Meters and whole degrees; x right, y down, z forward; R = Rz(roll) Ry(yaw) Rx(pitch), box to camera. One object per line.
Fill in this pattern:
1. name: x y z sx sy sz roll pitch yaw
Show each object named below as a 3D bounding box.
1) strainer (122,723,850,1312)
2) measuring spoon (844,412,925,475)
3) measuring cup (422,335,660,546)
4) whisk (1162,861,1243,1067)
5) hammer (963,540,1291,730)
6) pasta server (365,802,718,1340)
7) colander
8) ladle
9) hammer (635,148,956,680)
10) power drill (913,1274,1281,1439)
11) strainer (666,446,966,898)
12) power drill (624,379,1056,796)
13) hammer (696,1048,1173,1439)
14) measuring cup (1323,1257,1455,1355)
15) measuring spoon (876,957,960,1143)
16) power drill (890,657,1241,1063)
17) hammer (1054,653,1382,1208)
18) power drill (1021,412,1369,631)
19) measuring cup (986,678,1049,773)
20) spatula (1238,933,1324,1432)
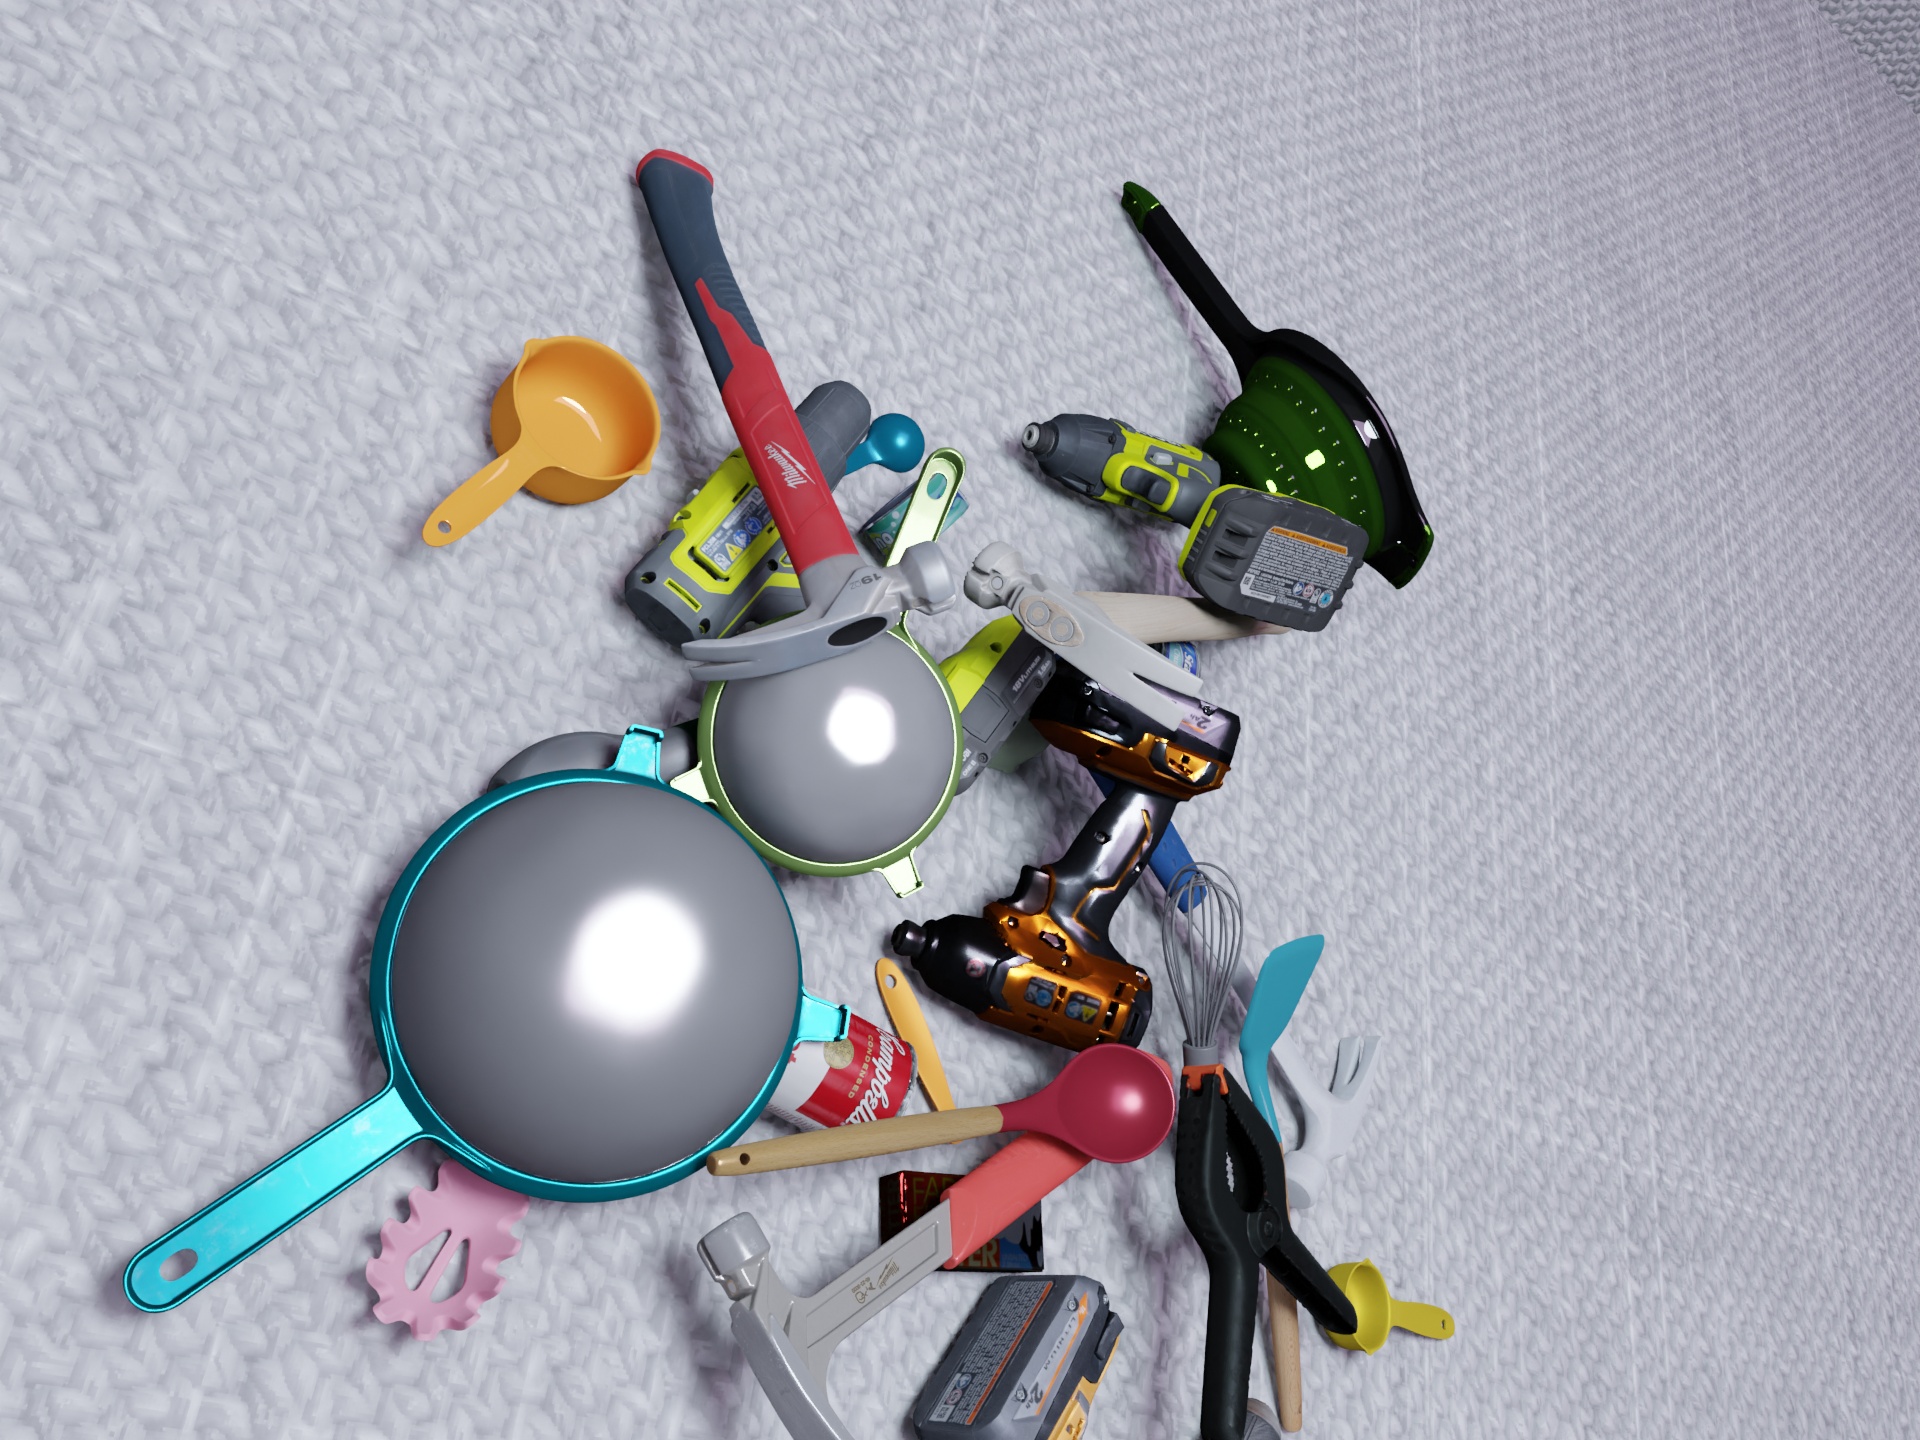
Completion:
1. strainer: -0.205 0.144 0.709 0.340 0.095 0.211 -34 90 -32
2. measuring spoon: -0.067 -0.175 1.041 0.128 0.021 0.042 -28 91 -43
3. measuring cup: -0.241 -0.139 0.873 0.095 0.052 0.174 48 52 -14
4. whisk: 0.156 0.208 1.014 0.055 0.055 0.239 -10 102 -40
5. hammer: 0.155 -0.061 1.035 0.146 0.038 0.410 36 20 21
6. pasta server: -0.195 0.161 0.801 0.060 0.040 0.316 31 53 -5
7. colander: 0.208 -0.255 1.243 0.094 0.204 0.397 -30 75 -8
8. ladle: 0.000 0.219 0.856 0.315 0.031 0.069 4 66 -41
9. hammer: -0.137 -0.191 0.906 0.143 0.038 0.387 -19 59 -9
10. power drill: 0.094 0.415 0.905 0.226 0.084 0.185 54 47 -13
11. strainer: -0.043 -0.040 0.864 0.151 0.069 0.256 24 78 -14
12. power drill: -0.058 -0.075 0.945 0.228 0.080 0.190 42 67 -11
13. hammer: 0.021 0.274 0.883 0.359 0.036 0.149 -18 68 -51
14. measuring cup: 0.297 0.413 1.106 0.156 0.029 0.062 29 57 -41
15. measuring spoon: -0.025 0.195 0.941 0.021 0.011 0.117 -18 81 -40
16. power drill: 0.063 0.079 0.962 0.164 0.084 0.226 21 87 -16
17. hammer: 0.165 0.127 1.073 0.144 0.035 0.405 -44 108 -40
18. power drill: 0.155 -0.148 1.099 0.171 0.223 0.080 9 112 -38
19. measuring cup: -0.002 -0.003 1.015 0.167 0.038 0.083 -10 79 -42
20. spatula: 0.210 0.298 1.022 0.082 0.044 0.317 -2 88 -52
